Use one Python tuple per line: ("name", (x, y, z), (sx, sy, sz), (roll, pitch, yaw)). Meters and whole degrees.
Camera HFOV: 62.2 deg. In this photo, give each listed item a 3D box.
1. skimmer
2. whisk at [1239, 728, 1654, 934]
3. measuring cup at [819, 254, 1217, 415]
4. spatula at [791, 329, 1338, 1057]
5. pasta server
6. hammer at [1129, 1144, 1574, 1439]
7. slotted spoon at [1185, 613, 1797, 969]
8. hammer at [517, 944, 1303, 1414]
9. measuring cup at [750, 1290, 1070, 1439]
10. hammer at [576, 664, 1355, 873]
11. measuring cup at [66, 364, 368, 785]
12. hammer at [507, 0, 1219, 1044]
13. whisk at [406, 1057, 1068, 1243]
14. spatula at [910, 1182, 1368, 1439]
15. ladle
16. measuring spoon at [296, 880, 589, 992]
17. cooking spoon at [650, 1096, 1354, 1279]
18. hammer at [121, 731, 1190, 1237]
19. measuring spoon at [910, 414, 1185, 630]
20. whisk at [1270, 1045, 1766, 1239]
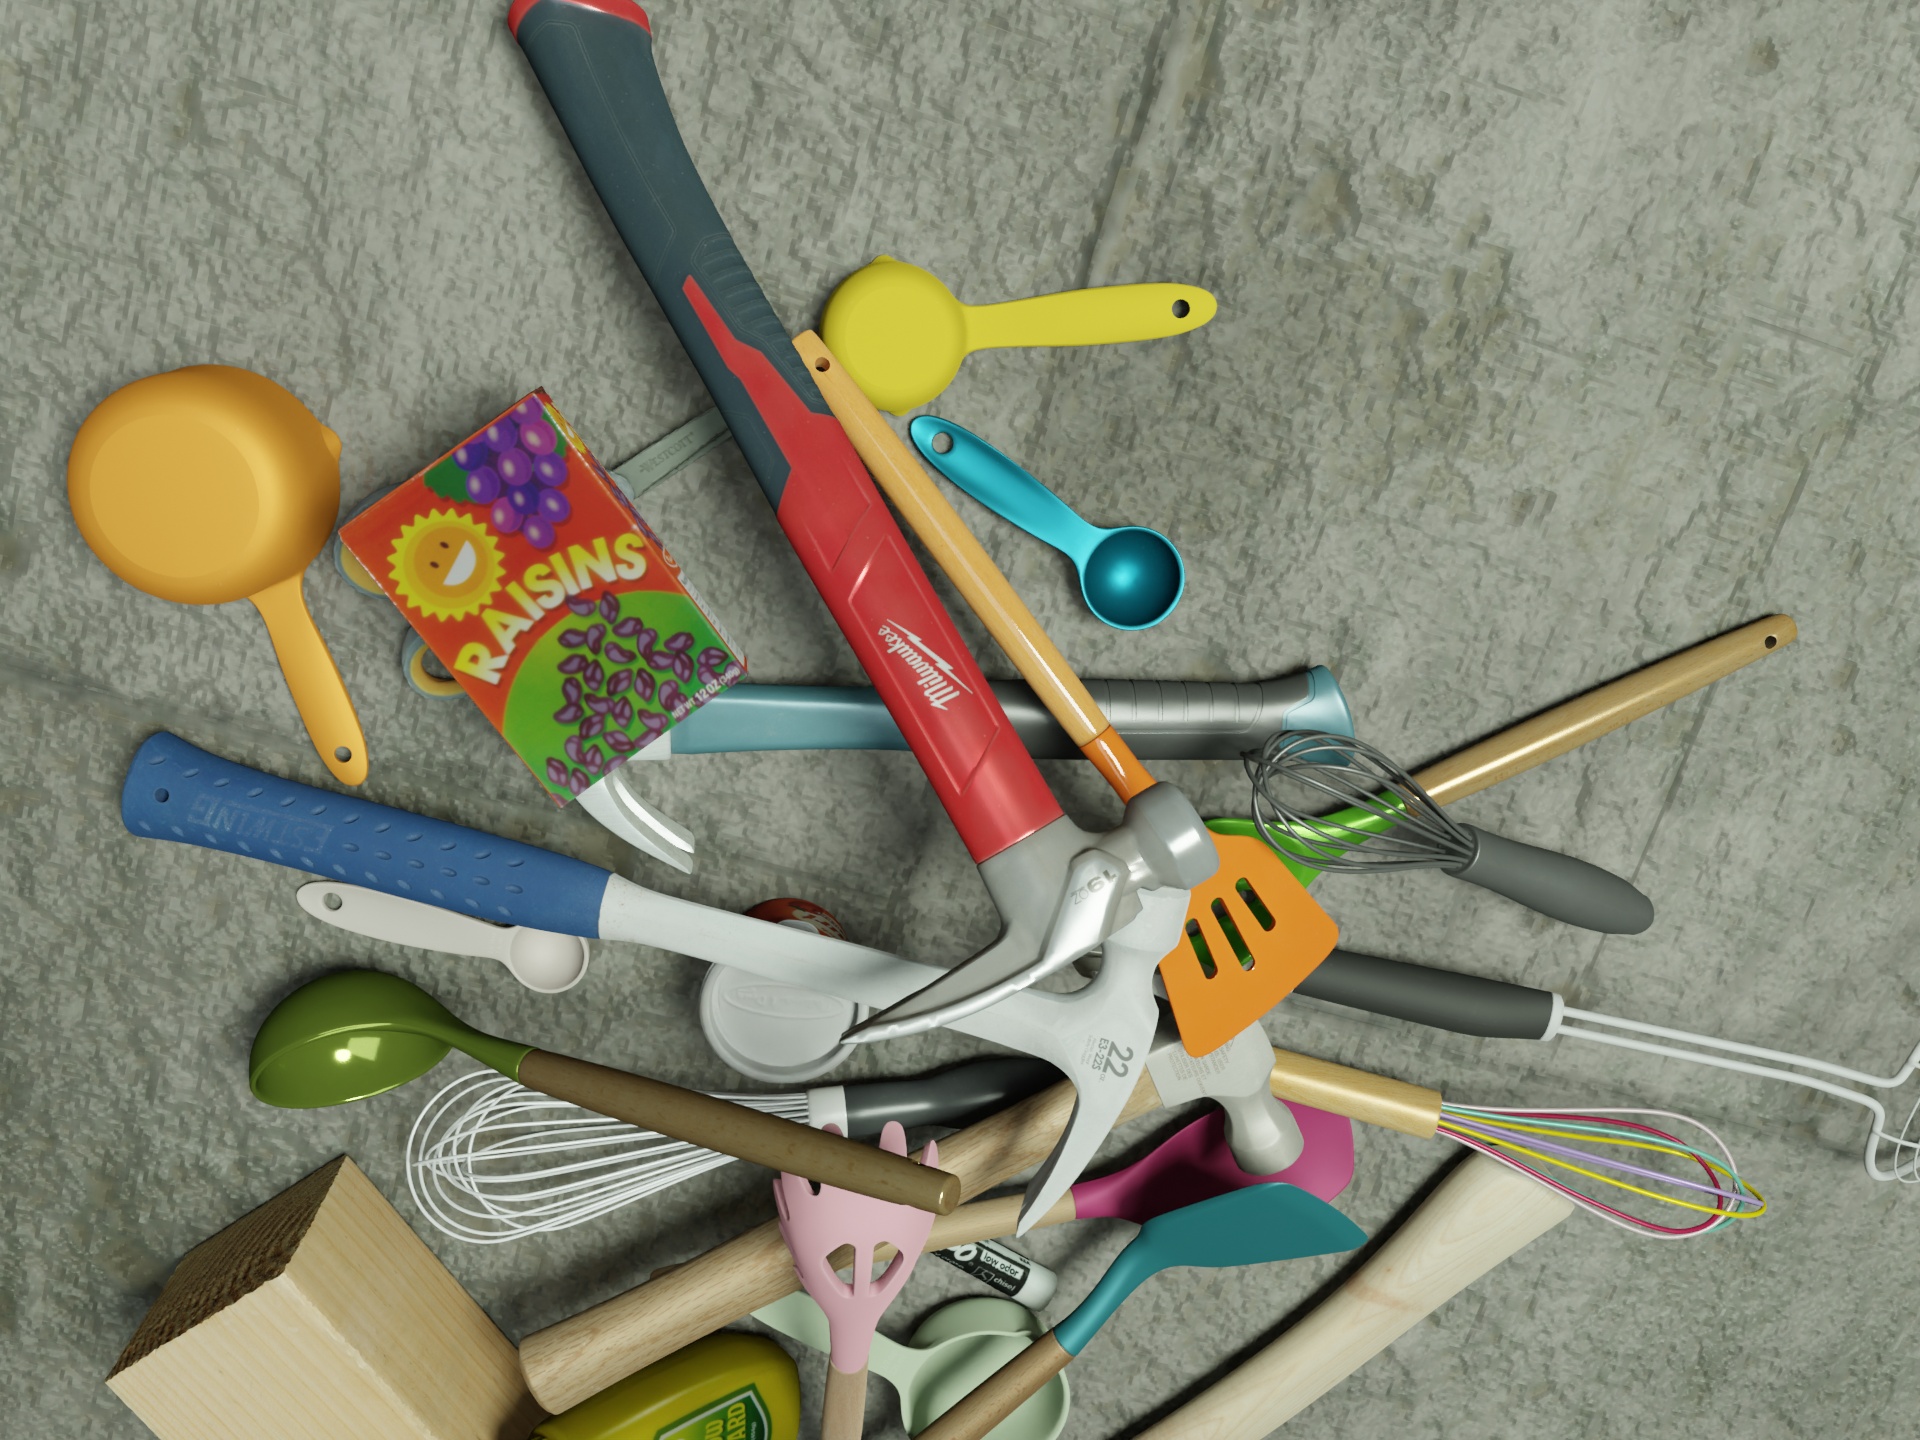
("skimmer", (0.318, 0.129, 0.711), (0.363, 0.090, 0.127), (11, 116, 3))
("whisk", (0.206, 0.053, 0.648), (0.238, 0.055, 0.055), (19, 103, -29))
("measuring cup", (0.023, -0.152, 0.611), (0.156, 0.029, 0.062), (-6, 105, -1))
("spatula", (0.034, -0.013, 0.612), (0.081, 0.041, 0.322), (-38, 95, -10))
("pasta server", (-0.047, 0.262, 0.649), (0.060, 0.040, 0.316), (0, 136, -7))
("hammer", (0.117, 0.343, 0.749), (0.410, 0.038, 0.146), (-38, 106, 5))
("slotted spoon", (0.211, 0.026, 0.677), (0.314, 0.031, 0.070), (-25, 108, 0))
("hammer", (-0.026, 0.194, 0.655), (0.331, 0.031, 0.130), (-25, 109, -3))
("measuring cup", (-0.029, 0.280, 0.720), (0.167, 0.038, 0.083), (29, 101, -9))
("hammer", (-0.001, -0.002, 0.643), (0.331, 0.033, 0.128), (0, 112, -7))
("measuring cup", (-0.270, -0.048, 0.603), (0.095, 0.052, 0.173), (-19, 104, 1))
("hammer", (-0.067, -0.081, 0.554), (0.143, 0.038, 0.386), (-30, 86, -5))
("whisk", (-0.089, 0.170, 0.679), (0.284, 0.070, 0.070), (-5, 105, -9))
("spatula", (0.029, 0.292, 0.684), (0.317, 0.044, 0.082), (-42, 130, 9))
("ladle", (-0.141, 0.145, 0.581), (0.320, 0.078, 0.062), (7, 79, 31))
("measuring spoon", (-0.215, 0.085, 0.667), (0.124, 0.018, 0.034), (14, 104, -1))
("cooking spoon", (0.024, 0.217, 0.701), (0.319, 0.017, 0.068), (-8, 102, -10))
("hammer", (-0.127, 0.080, 0.610), (0.405, 0.035, 0.144), (14, 100, 6))
("measuring spoon", (0.034, -0.083, 0.642), (0.128, 0.021, 0.042), (35, 98, -3))
("whisk", (0.229, 0.179, 0.699), (0.245, 0.047, 0.051), (15, 133, 4))
